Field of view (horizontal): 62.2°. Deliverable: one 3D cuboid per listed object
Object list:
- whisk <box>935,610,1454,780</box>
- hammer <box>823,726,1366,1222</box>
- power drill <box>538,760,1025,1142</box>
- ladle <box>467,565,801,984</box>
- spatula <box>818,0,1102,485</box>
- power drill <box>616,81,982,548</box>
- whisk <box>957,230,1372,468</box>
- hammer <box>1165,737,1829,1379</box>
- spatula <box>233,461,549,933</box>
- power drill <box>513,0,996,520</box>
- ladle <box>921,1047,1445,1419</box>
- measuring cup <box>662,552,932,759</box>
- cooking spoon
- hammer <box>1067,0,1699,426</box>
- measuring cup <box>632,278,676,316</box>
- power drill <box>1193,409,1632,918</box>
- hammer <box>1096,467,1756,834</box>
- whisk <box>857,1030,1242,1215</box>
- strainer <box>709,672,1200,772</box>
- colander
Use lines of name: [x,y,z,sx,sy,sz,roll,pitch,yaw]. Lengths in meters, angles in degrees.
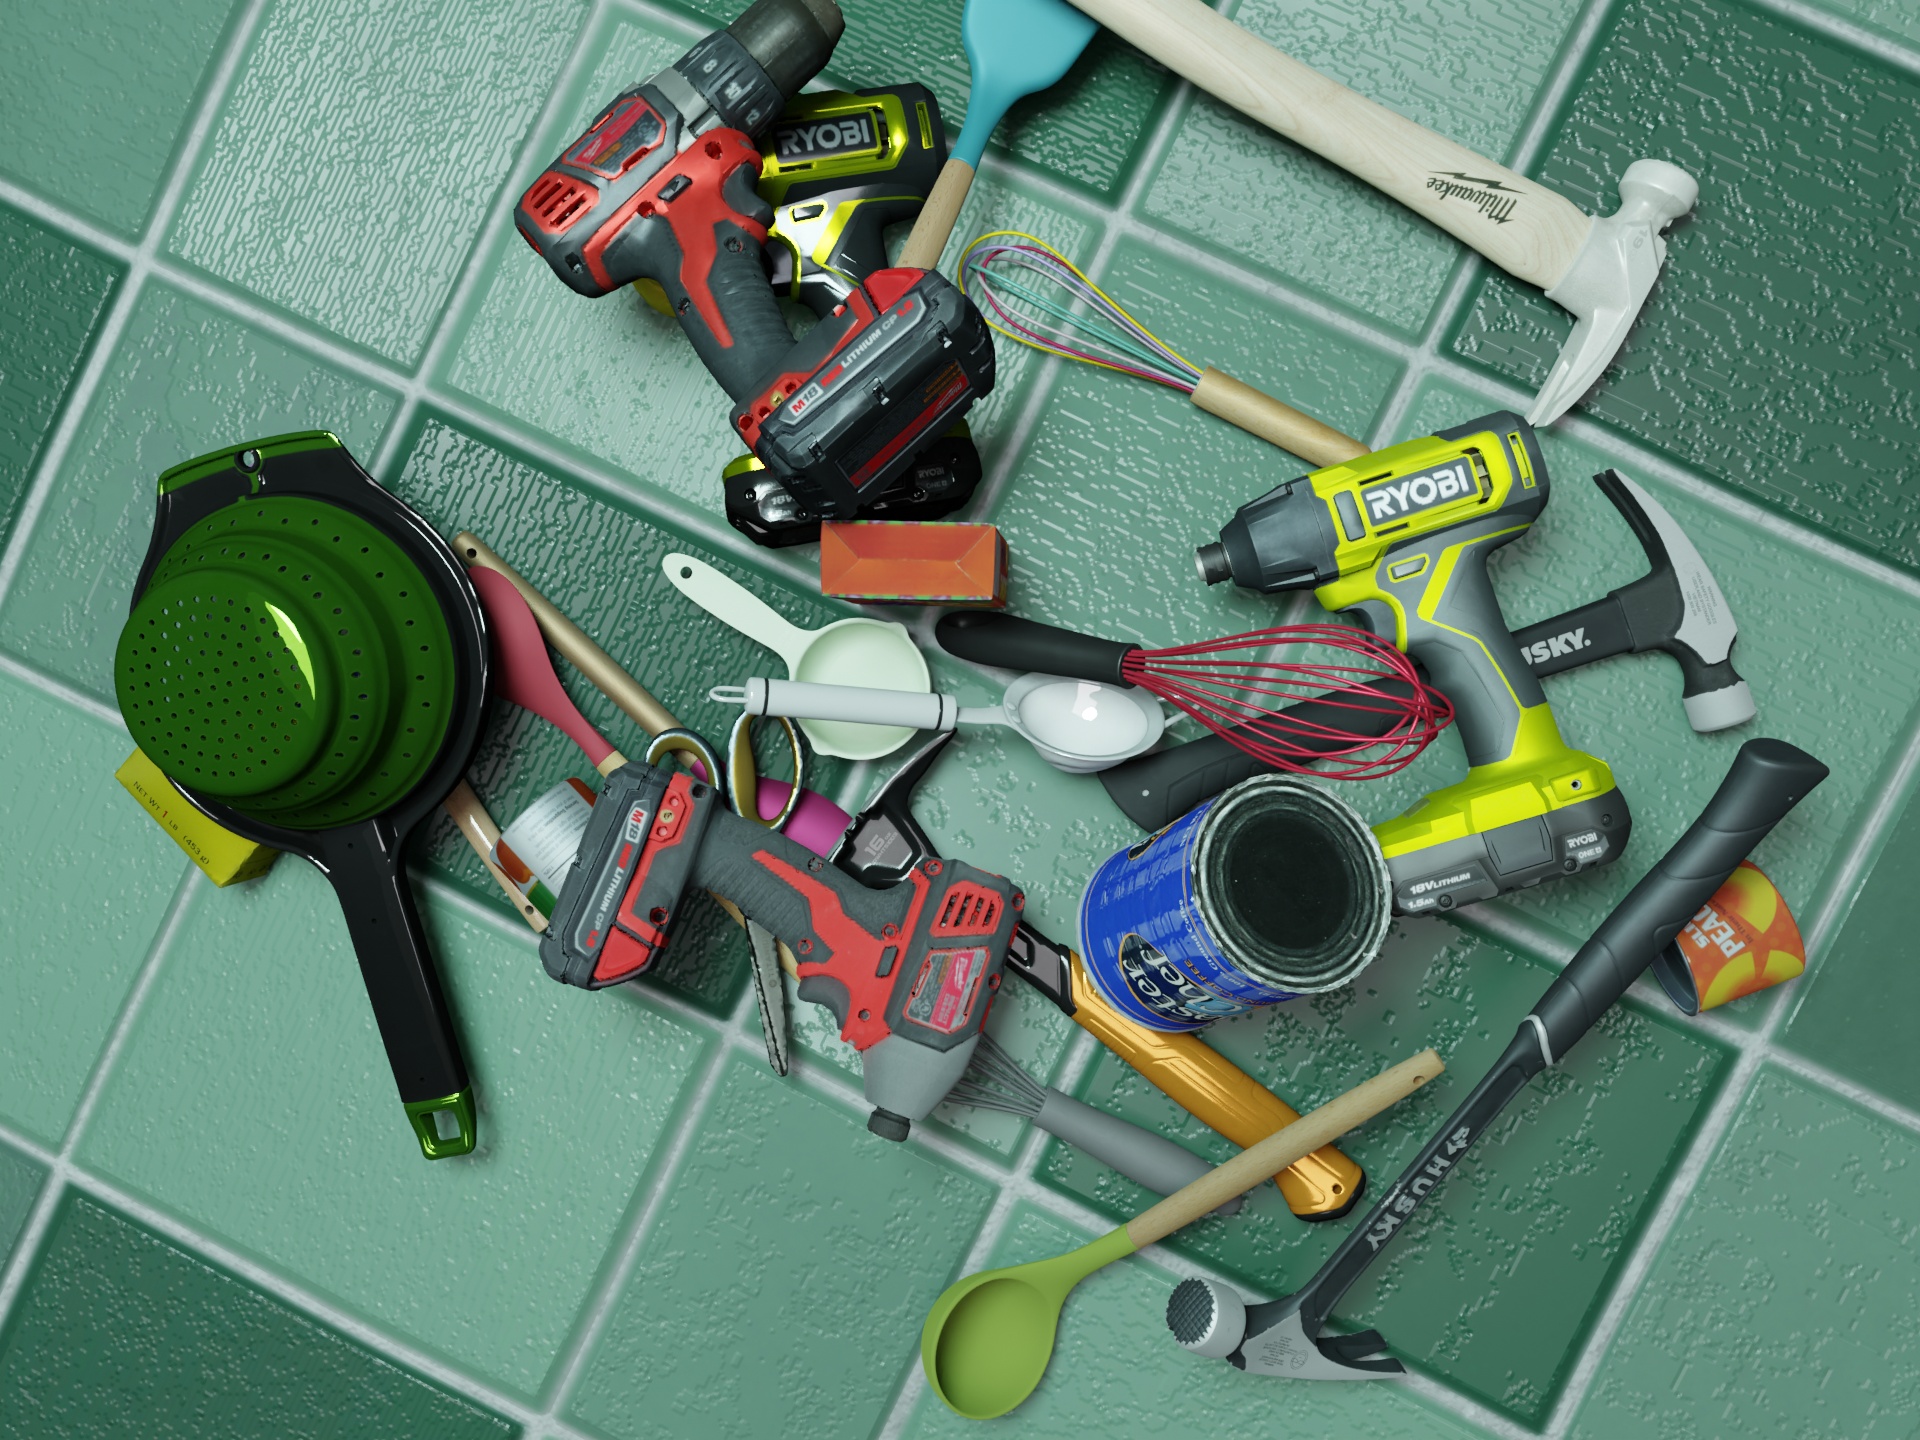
whisk: [0.101,-0.024,0.783,0.296,0.073,0.073,13,93,39]
hammer: [0.081,0.148,0.857,0.337,0.034,0.127,38,87,1]
power drill: [-0.089,0.115,0.800,0.219,0.078,0.143,20,81,-3]
ladle: [-0.178,0.041,0.882,0.315,0.031,0.069,47,129,-1]
spatula: [-0.008,-0.259,0.793,0.082,0.044,0.317,25,78,-12]
power drill: [-0.089,-0.212,0.835,0.190,0.080,0.228,-11,89,-8]
whisk: [0.109,-0.193,0.848,0.245,0.051,0.047,27,88,1]
hammer: [0.276,0.175,0.782,0.149,0.036,0.409,29,104,-31]
spatula: [-0.321,-0.013,0.901,0.060,0.018,0.316,-35,87,7]
power drill: [-0.081,-0.228,0.746,0.188,0.080,0.227,-42,74,1]
ladle: [0.113,0.264,0.824,0.320,0.062,0.078,-35,114,14]
measuring cup: [-0.090,-0.042,0.872,0.167,0.038,0.083,34,94,6]
cooking spoon: [-0.165,0.005,0.887,0.319,0.017,0.069,43,94,2]
hammer: [0.168,-0.303,0.802,0.410,0.038,0.146,27,94,-8]
measuring cup: [-0.142,-0.300,0.873,0.062,0.029,0.156,17,95,5]
power drill: [0.225,-0.023,0.791,0.171,0.080,0.223,-18,87,7]
hammer: [0.234,-0.017,0.844,0.335,0.035,0.146,-19,90,5]
whisk: [0.046,0.207,0.859,0.239,0.055,0.055,27,93,0]
strainer: [-0.001,-0.003,0.827,0.258,0.087,0.050,5,123,-14]
colander: [-0.330,0.054,0.812,0.204,0.094,0.397,-13,98,9]
